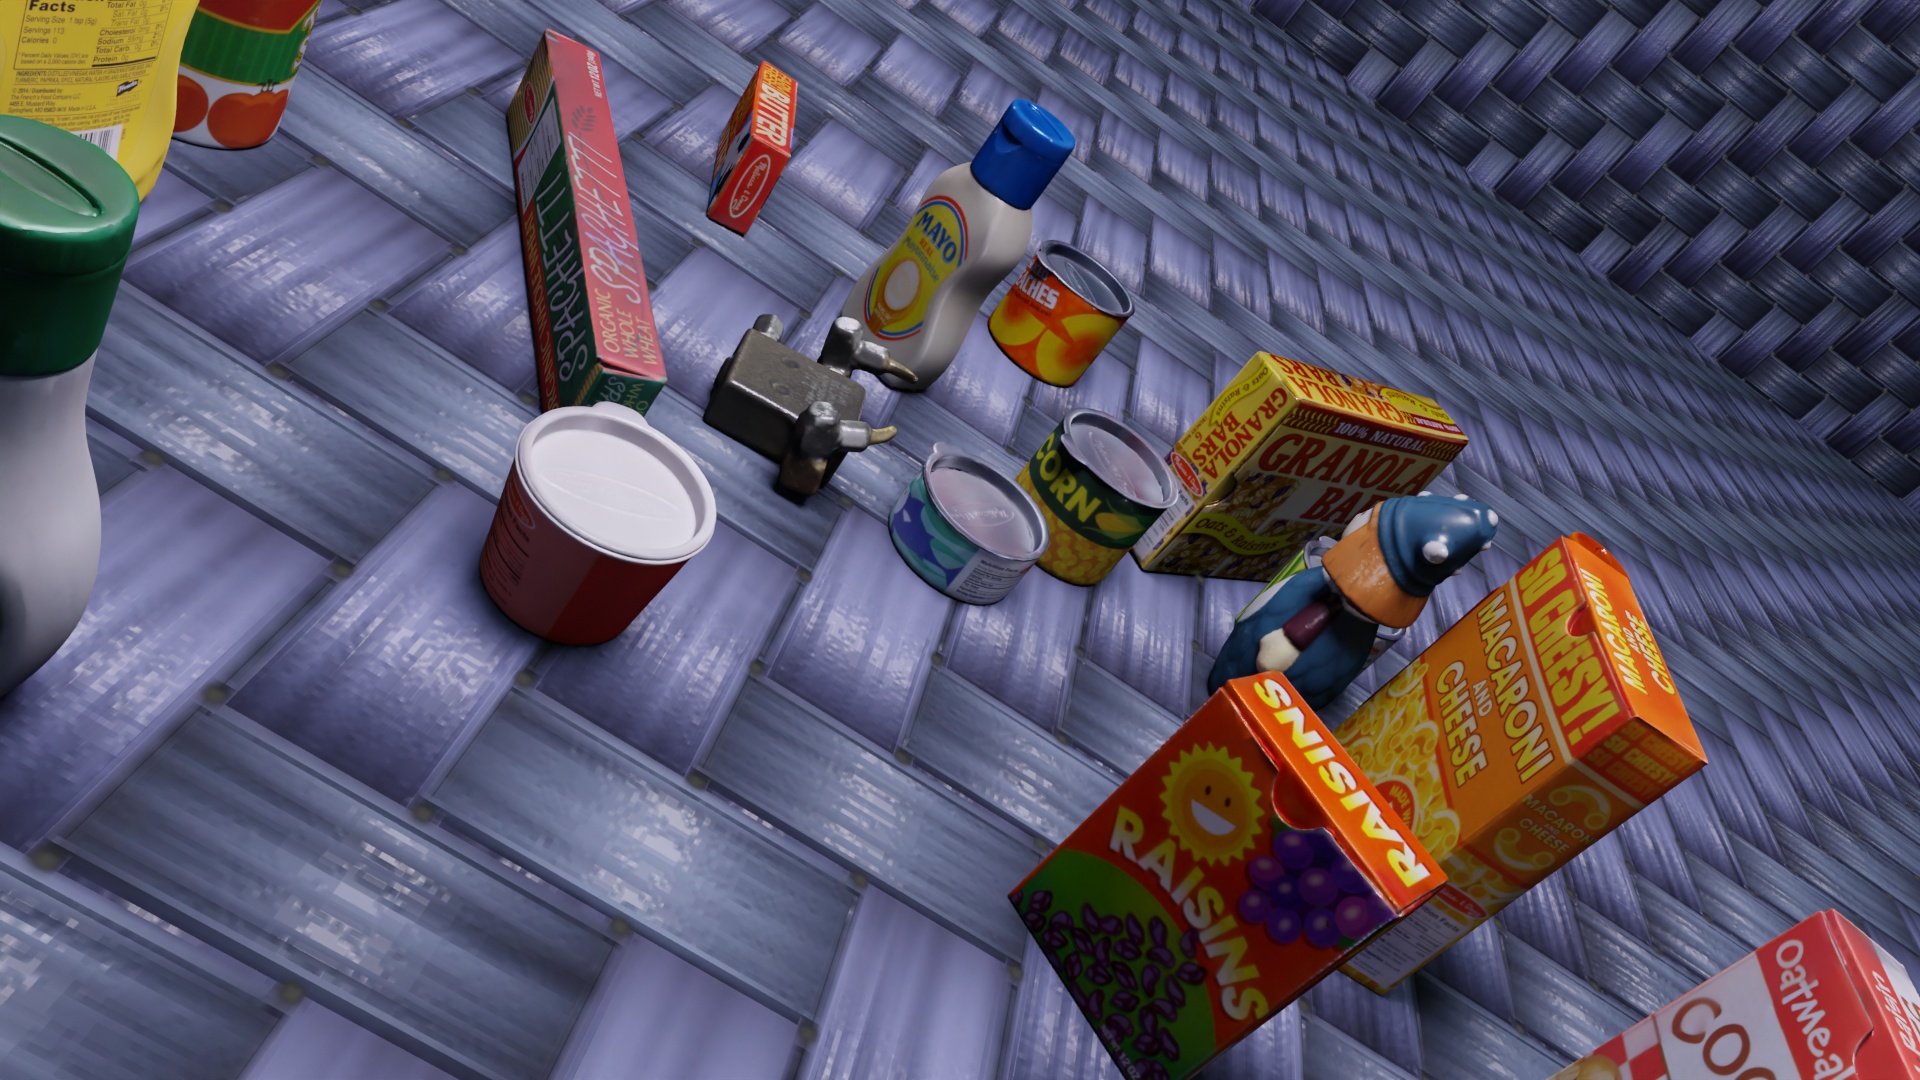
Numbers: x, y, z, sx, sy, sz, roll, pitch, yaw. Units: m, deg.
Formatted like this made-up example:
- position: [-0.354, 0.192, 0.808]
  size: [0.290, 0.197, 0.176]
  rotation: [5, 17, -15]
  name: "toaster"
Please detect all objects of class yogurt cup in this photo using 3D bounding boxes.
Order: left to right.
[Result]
- position: [-0.123, -0.002, 0.459]
  size: [0.072, 0.053, 0.073]
  rotation: [27, 33, -19]
  name: "yogurt cup"

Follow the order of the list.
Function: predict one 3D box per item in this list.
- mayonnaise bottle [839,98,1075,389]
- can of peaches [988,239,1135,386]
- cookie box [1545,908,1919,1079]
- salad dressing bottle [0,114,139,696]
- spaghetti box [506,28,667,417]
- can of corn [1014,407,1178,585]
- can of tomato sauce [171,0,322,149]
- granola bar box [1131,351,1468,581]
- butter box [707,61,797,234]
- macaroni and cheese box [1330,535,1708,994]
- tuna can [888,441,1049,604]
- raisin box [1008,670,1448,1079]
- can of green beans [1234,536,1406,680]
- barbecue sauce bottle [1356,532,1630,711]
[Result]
- position: [-0.001, -0.145, 0.680]
  size: [0.041, 0.147, 0.065]
  rotation: [-4, 51, -49]
  name: "mayonnaise bottle"
- position: [0.056, -0.133, 0.810]
  size: [0.071, 0.057, 0.071]
  rotation: [27, 33, -19]
  name: "can of peaches"
- position: [0.242, 0.215, 0.448]
  size: [0.040, 0.166, 0.123]
  rotation: [34, 31, -9]
  name: "cookie box"
- position: [-0.214, -0.021, 0.298]
  size: [0.064, 0.147, 0.044]
  rotation: [34, 31, -8]
  name: "salad dressing bottle"
- position: [-0.163, -0.132, 0.588]
  size: [0.029, 0.050, 0.251]
  rotation: [15, 39, -35]
  name: "spaghetti box"
- position: [0.059, -0.021, 0.668]
  size: [0.071, 0.058, 0.071]
  rotation: [27, 33, -19]
  name: "can of corn"
- position: [-0.279, -0.201, 0.525]
  size: [0.071, 0.082, 0.071]
  rotation: [27, 33, -19]
  name: "can of tomato sauce"
- position: [0.179, -0.032, 0.743]
  size: [0.166, 0.123, 0.039]
  rotation: [6, 44, -43]
  name: "granola bar box"
- position: [-0.111, -0.212, 0.743]
  size: [0.024, 0.053, 0.104]
  rotation: [25, 34, -22]
  name: "butter box"
- position: [0.213, 0.092, 0.578]
  size: [0.040, 0.165, 0.124]
  rotation: [33, 31, -10]
  name: "macaroni and cheese box"
- position: [0.002, -0.008, 0.616]
  size: [0.071, 0.032, 0.071]
  rotation: [27, 33, -19]
  name: "tuna can"
- position: [0.082, 0.114, 0.455]
  size: [0.040, 0.123, 0.086]
  rotation: [-4, 51, -49]
  name: "raisin box"
- position: [0.185, 0.043, 0.716]
  size: [0.071, 0.057, 0.071]
  rotation: [27, 33, -19]
  name: "can of green beans"
- position: [0.262, 0.057, 0.691]
  size: [0.044, 0.148, 0.065]
  rotation: [43, 31, 7]
  name: "barbecue sauce bottle"
